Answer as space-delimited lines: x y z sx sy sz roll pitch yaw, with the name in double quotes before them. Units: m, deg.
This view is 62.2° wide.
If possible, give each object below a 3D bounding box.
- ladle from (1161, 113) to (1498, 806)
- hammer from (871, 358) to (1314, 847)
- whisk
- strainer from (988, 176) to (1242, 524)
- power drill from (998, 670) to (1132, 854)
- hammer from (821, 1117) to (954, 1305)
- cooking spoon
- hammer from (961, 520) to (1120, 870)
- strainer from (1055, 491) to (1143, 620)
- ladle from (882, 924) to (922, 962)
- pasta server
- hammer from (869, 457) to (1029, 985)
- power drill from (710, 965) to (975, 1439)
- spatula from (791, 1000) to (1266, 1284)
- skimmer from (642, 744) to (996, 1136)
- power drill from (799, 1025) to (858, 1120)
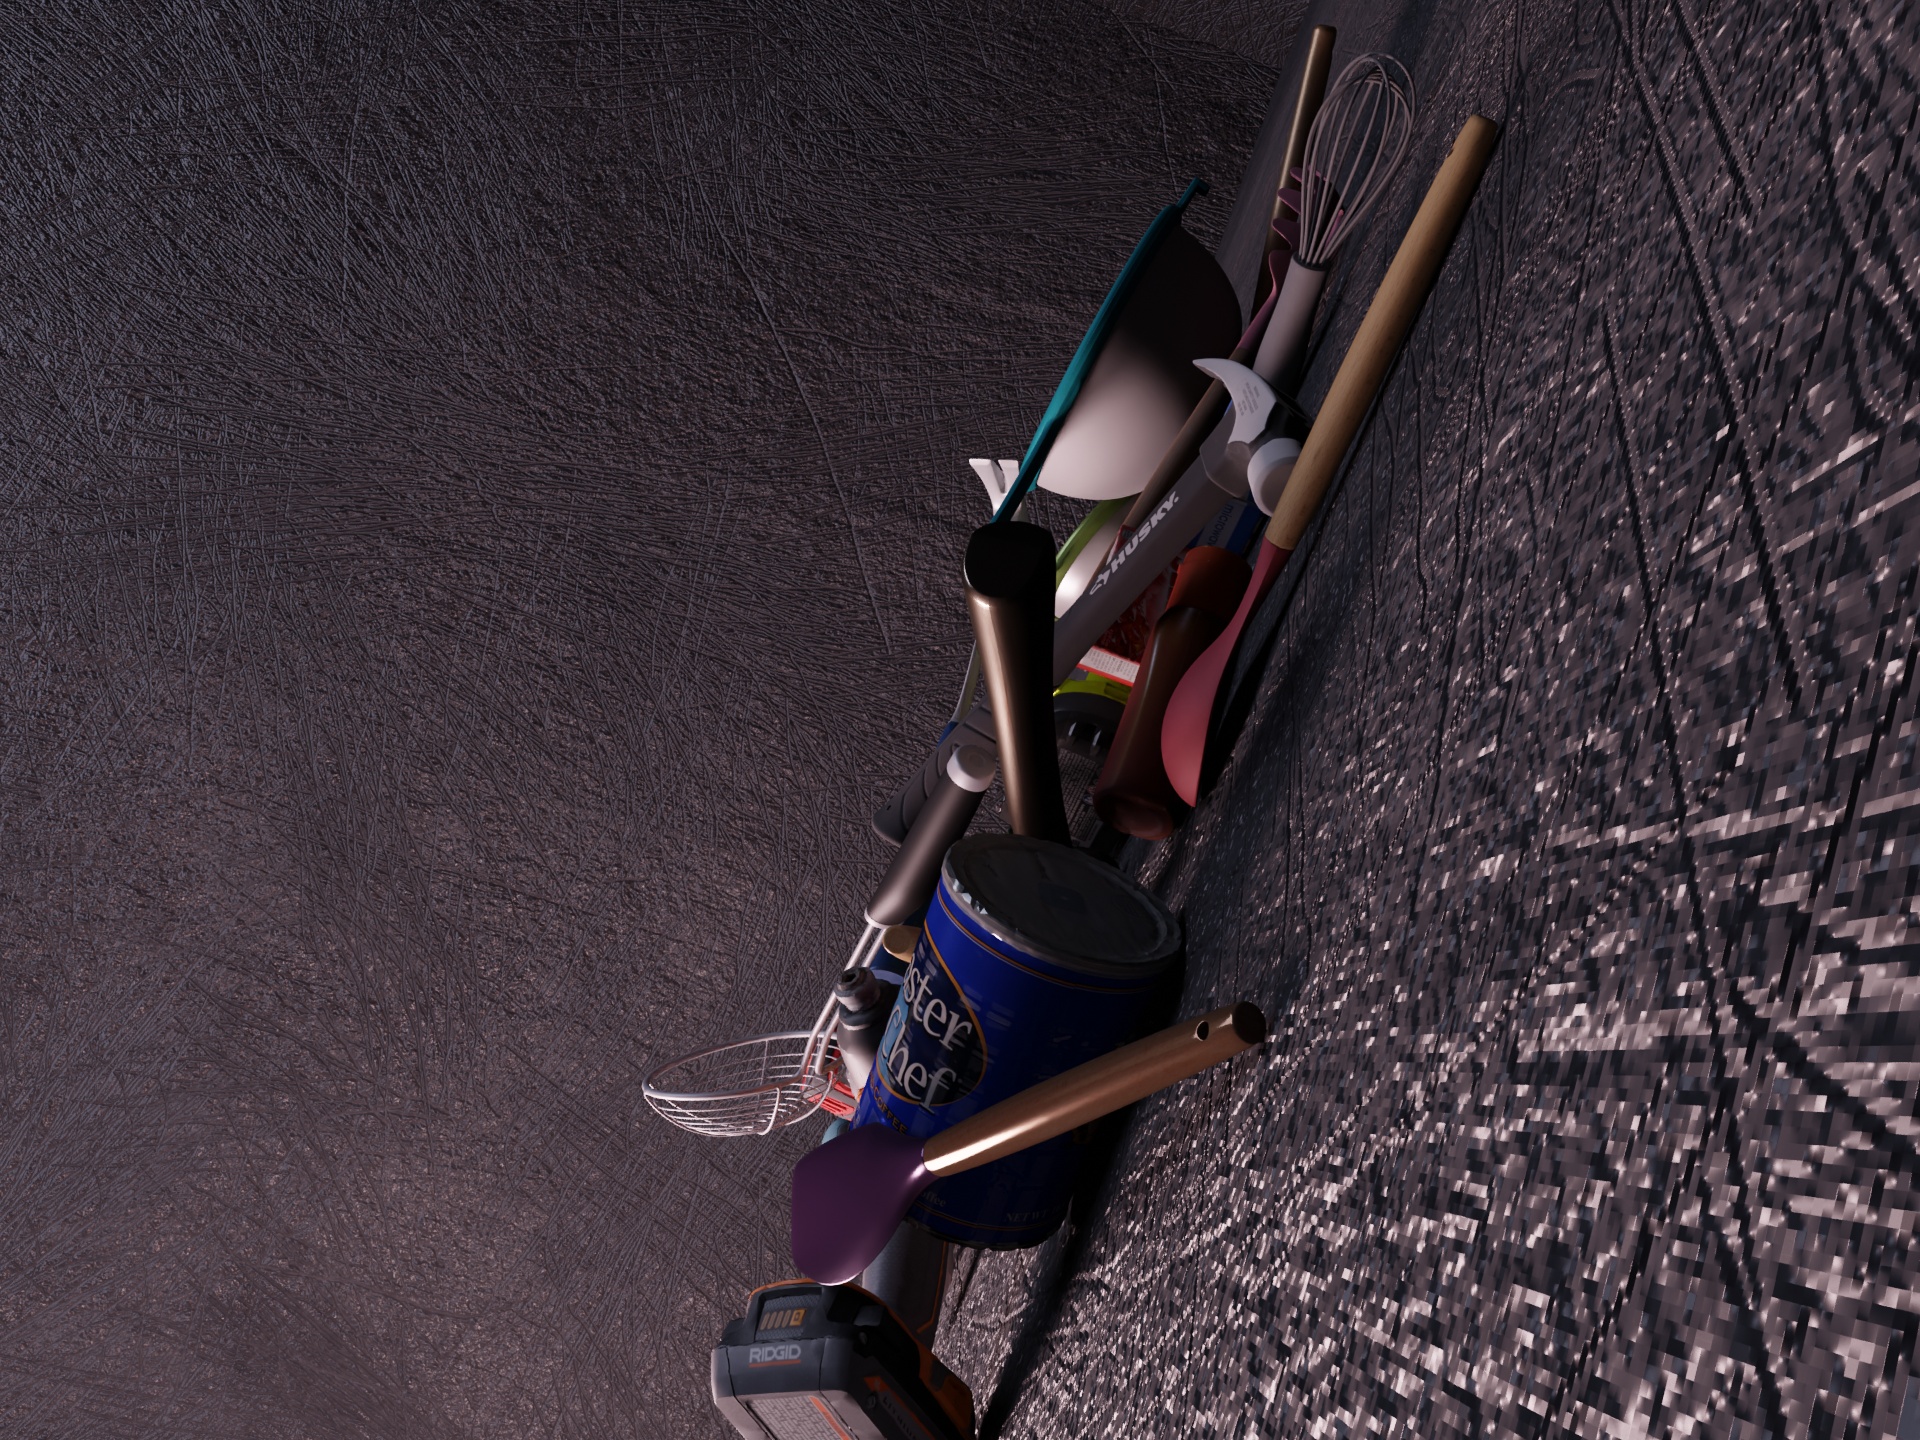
"ladle" 0.147 -0.097 0.672 0.069 0.031 0.315 -67 -1 -61
"hammer" 0.056 -0.046 0.829 0.334 0.035 0.146 -49 24 28
"whisk" 0.201 -0.257 0.897 0.238 0.055 0.055 102 -173 -45
"strainer" 0.103 -0.185 1.027 0.341 0.095 0.211 -61 -1 -39
"power drill" 0.101 -0.025 1.054 0.190 0.080 0.229 111 -177 -52
"hammer" -0.058 0.343 1.124 0.331 0.033 0.128 -173 103 -77
"cooking spoon" 0.203 -0.286 1.046 0.069 0.017 0.318 -54 -23 -58
"hammer" 0.035 0.052 0.759 0.410 0.038 0.146 77 -151 -59
"strainer" 0.138 -0.102 1.237 0.151 0.069 0.256 -46 -16 -4
"ladle" -0.011 0.121 0.831 0.320 0.062 0.078 48 -121 -75
"pasta server" 0.154 -0.203 0.970 0.316 0.040 0.060 -58 -30 -9
"hammer" -0.002 -0.003 1.056 0.143 0.035 0.406 77 -158 -50
"power drill" -0.037 0.236 0.756 0.164 0.084 0.227 61 -152 -27
"spatula" 0.005 0.153 0.569 0.316 0.018 0.060 -41 44 49
"skimmer" -0.076 0.120 0.867 0.127 0.090 0.363 -11 -36 -38
"power drill" -0.021 0.234 1.071 0.219 0.143 0.079 121 171 -60
